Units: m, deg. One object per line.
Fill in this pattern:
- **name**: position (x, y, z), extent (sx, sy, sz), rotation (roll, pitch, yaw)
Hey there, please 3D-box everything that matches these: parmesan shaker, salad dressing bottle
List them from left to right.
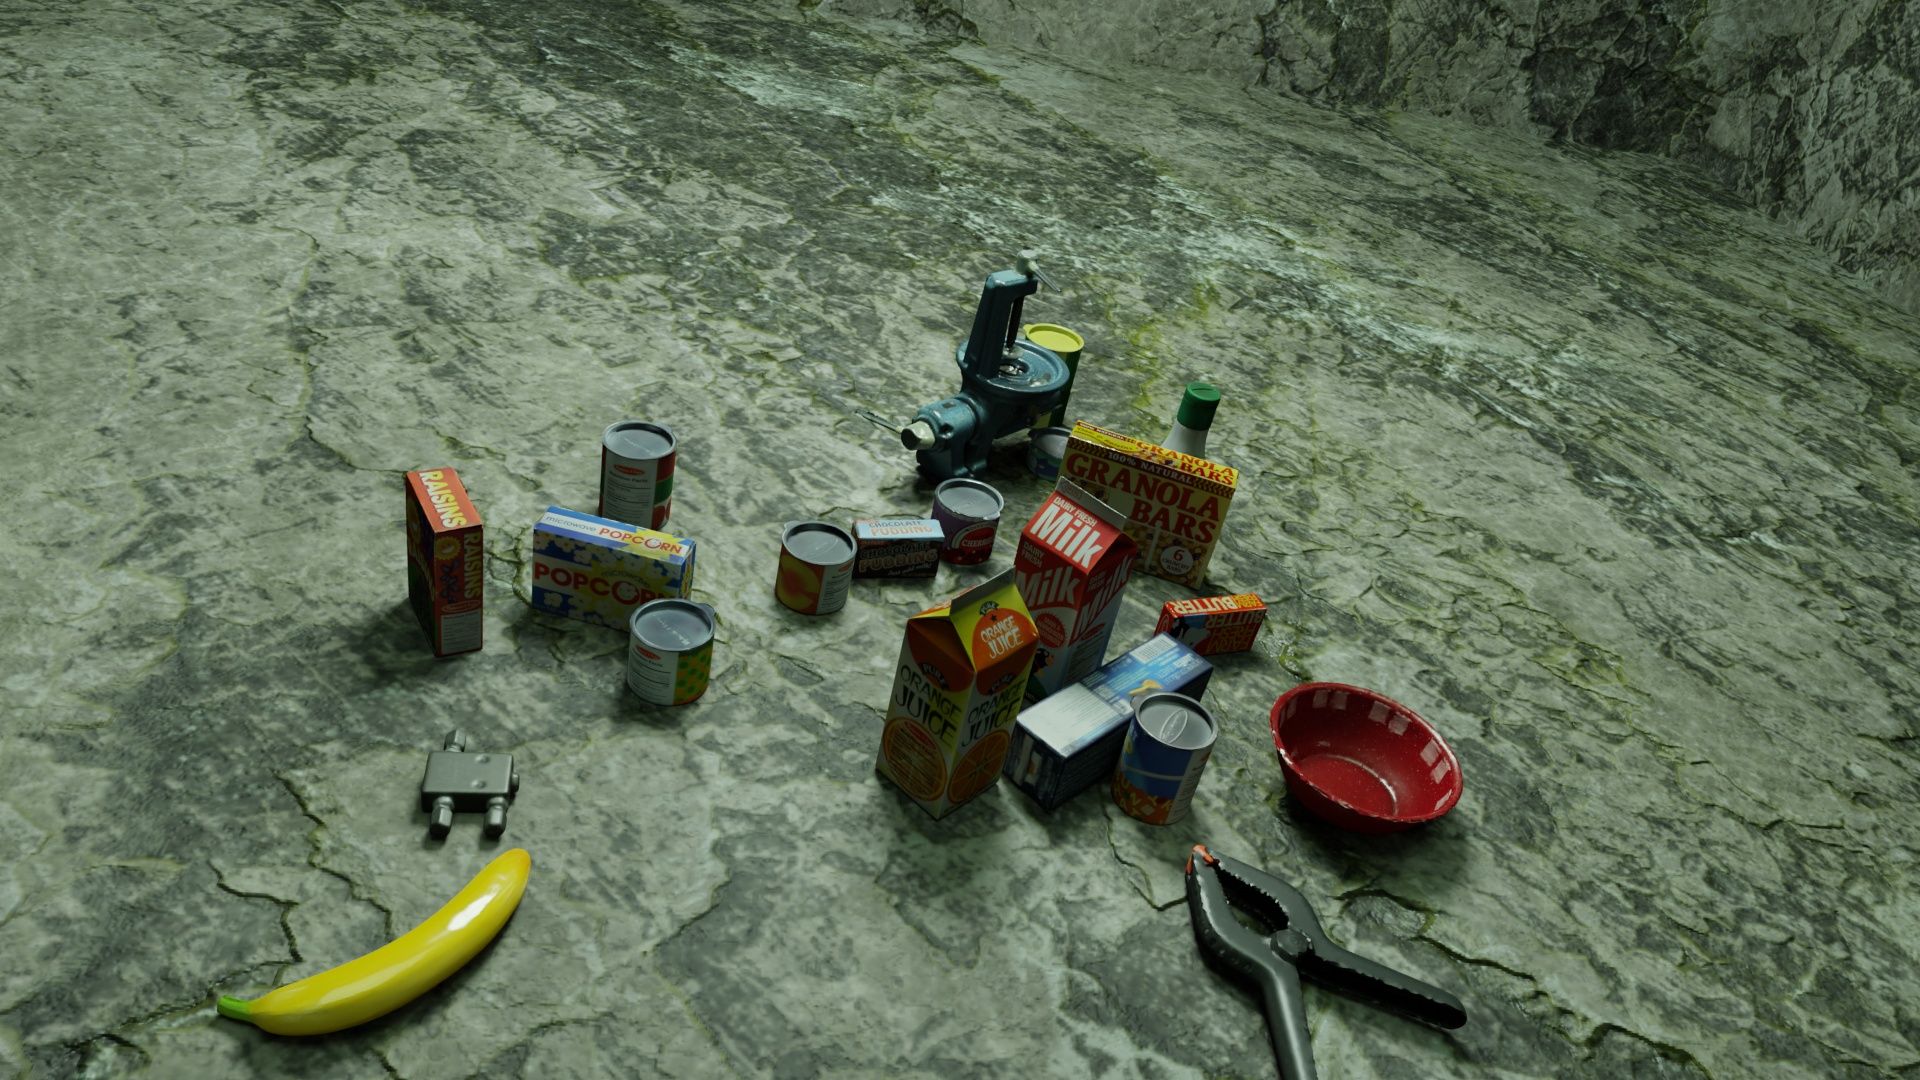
- **parmesan shaker**: position (0.093, -0.186, 1.574), extent (0.071, 0.102, 0.072), rotation (9, 34, -6)
- **salad dressing bottle**: position (0.232, -0.093, 1.444), extent (0.064, 0.146, 0.044), rotation (-3, 37, -23)

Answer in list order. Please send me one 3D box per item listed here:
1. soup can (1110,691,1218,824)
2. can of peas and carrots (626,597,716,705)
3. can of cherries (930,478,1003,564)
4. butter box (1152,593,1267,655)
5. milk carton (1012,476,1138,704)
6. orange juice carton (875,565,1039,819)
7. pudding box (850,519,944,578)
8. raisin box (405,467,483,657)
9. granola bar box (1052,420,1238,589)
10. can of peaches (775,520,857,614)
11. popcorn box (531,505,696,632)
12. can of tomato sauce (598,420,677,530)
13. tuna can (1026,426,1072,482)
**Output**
- **soup can**: position (0.157, 0.170, 1.092), extent (0.071, 0.083, 0.072), rotation (9, 34, -6)
- **can of peas and carrots**: position (-0.228, 0.087, 1.104), extent (0.071, 0.058, 0.071), rotation (9, 34, -6)
- **can of cherries**: position (0.005, -0.017, 1.336), extent (0.071, 0.058, 0.072), rotation (9, 34, -6)
- **butter box**: position (0.228, 0.079, 1.276), extent (0.104, 0.052, 0.024), rotation (-4, 37, -25)
- **milk carton**: position (0.088, 0.042, 1.160), extent (0.072, 0.189, 0.074), rotation (34, 39, 28)
- **orange juice carton**: position (-0.001, 0.107, 1.033), extent (0.073, 0.191, 0.072), rotation (35, 39, 30)
- **pudding box**: position (-0.060, 0.007, 1.286), extent (0.084, 0.049, 0.030), rotation (0, 36, -19)
- **raisin box**: position (-0.404, 0.017, 1.089), extent (0.040, 0.122, 0.086), rotation (-11, 40, -31)
- **granola bar box**: position (0.175, -0.035, 1.361), extent (0.166, 0.123, 0.039), rotation (18, 34, 8)
- **can of peaches**: position (-0.130, 0.023, 1.232), extent (0.071, 0.057, 0.071), rotation (9, 34, -6)
- **popcorn box**: position (-0.287, 0.028, 1.146), extent (0.127, 0.084, 0.038), rotation (14, 33, 1)
- **can of tomato sauce**: position (-0.296, -0.059, 1.273), extent (0.071, 0.082, 0.071), rotation (9, 34, -6)
- **tuna can**: position (0.103, -0.093, 1.504), extent (0.071, 0.032, 0.071), rotation (9, 34, -6)
